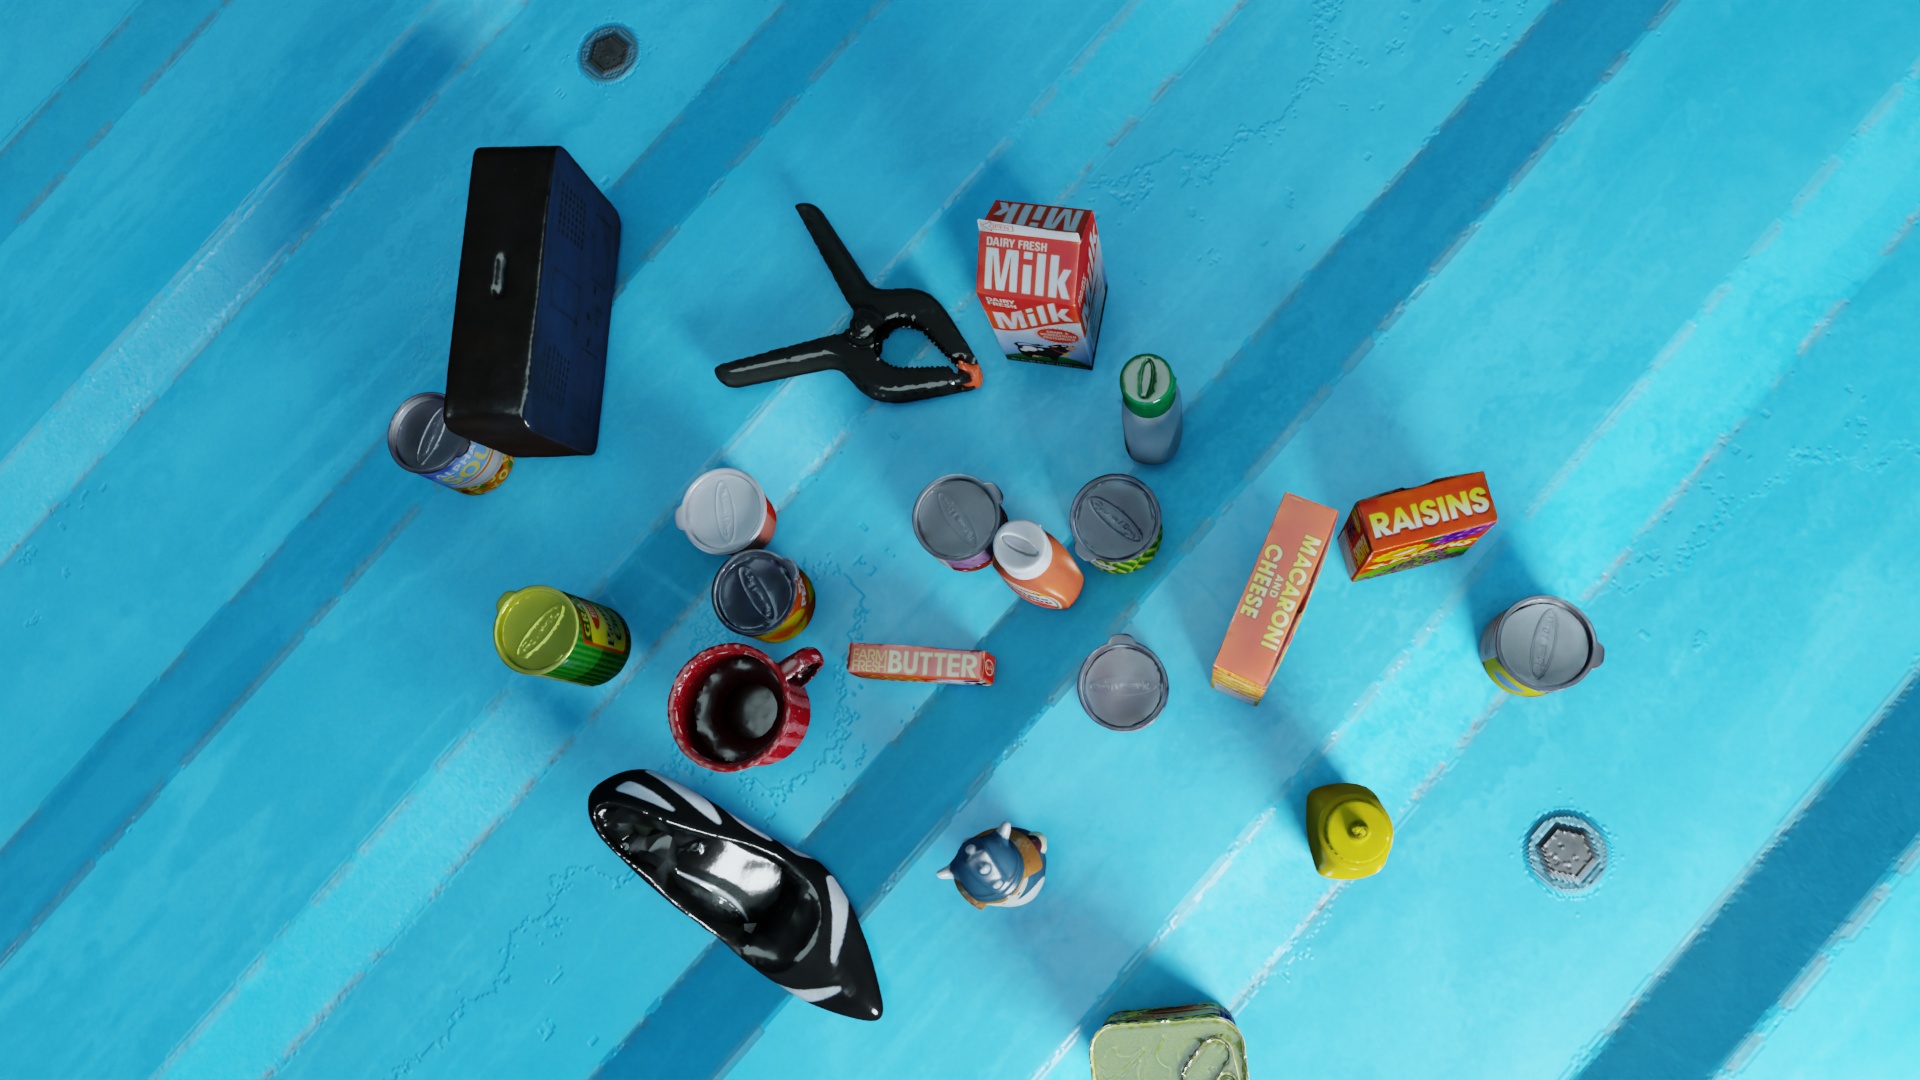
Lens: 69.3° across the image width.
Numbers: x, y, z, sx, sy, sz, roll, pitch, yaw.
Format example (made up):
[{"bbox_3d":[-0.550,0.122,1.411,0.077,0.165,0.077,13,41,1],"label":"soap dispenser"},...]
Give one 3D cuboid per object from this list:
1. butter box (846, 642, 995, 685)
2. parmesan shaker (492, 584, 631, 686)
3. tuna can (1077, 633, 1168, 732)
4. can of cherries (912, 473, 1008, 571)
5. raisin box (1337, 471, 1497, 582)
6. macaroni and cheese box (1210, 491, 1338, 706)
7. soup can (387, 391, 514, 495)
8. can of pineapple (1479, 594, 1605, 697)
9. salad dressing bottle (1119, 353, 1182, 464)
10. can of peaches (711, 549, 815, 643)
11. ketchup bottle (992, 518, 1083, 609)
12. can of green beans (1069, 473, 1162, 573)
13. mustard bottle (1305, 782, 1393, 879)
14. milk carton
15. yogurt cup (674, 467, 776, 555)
[{"bbox_3d":[-0.029,0.093,1.036,0.103,0.053,0.024,3,80,10],"label":"butter box"},{"bbox_3d":[-0.303,0.072,1.059,0.071,0.103,0.071,-2,79,9],"label":"parmesan shaker"},{"bbox_3d":[0.120,0.105,1.020,0.071,0.033,0.071,-2,79,9],"label":"tuna can"},{"bbox_3d":[0.004,-0.013,1.049,0.071,0.058,0.071,-2,79,9],"label":"can of cherries"},{"bbox_3d":[0.314,-0.008,0.964,0.086,0.123,0.040,-14,78,7],"label":"raisin box"},{"bbox_3d":[0.212,0.045,0.948,0.040,0.166,0.124,23,84,13],"label":"macaroni and cheese box"},{"bbox_3d":[-0.405,-0.075,1.115,0.071,0.083,0.071,-2,79,9],"label":"soup can"},{"bbox_3d":[0.402,0.076,0.967,0.071,0.058,0.071,-2,79,9],"label":"can of pineapple"},{"bbox_3d":[0.137,-0.096,0.998,0.044,0.147,0.064,7,81,11],"label":"salad dressing bottle"},{"bbox_3d":[-0.147,0.042,1.063,0.071,0.058,0.071,-2,79,9],"label":"can of peaches"},{"bbox_3d":[0.051,0.015,0.989,0.065,0.148,0.043,25,85,13],"label":"ketchup bottle"},{"bbox_3d":[0.116,-0.011,1.031,0.071,0.057,0.071,-2,79,9],"label":"can of green beans"},{"bbox_3d":[0.257,0.192,0.914,0.049,0.160,0.065,-7,78,8],"label":"mustard bottle"},{"bbox_3d":[0.060,-0.189,1.007,0.072,0.190,0.073,10,81,11],"label":"milk carton"},{"bbox_3d":[-0.177,-0.018,1.082,0.072,0.054,0.072,-2,79,9],"label":"yogurt cup"}]
